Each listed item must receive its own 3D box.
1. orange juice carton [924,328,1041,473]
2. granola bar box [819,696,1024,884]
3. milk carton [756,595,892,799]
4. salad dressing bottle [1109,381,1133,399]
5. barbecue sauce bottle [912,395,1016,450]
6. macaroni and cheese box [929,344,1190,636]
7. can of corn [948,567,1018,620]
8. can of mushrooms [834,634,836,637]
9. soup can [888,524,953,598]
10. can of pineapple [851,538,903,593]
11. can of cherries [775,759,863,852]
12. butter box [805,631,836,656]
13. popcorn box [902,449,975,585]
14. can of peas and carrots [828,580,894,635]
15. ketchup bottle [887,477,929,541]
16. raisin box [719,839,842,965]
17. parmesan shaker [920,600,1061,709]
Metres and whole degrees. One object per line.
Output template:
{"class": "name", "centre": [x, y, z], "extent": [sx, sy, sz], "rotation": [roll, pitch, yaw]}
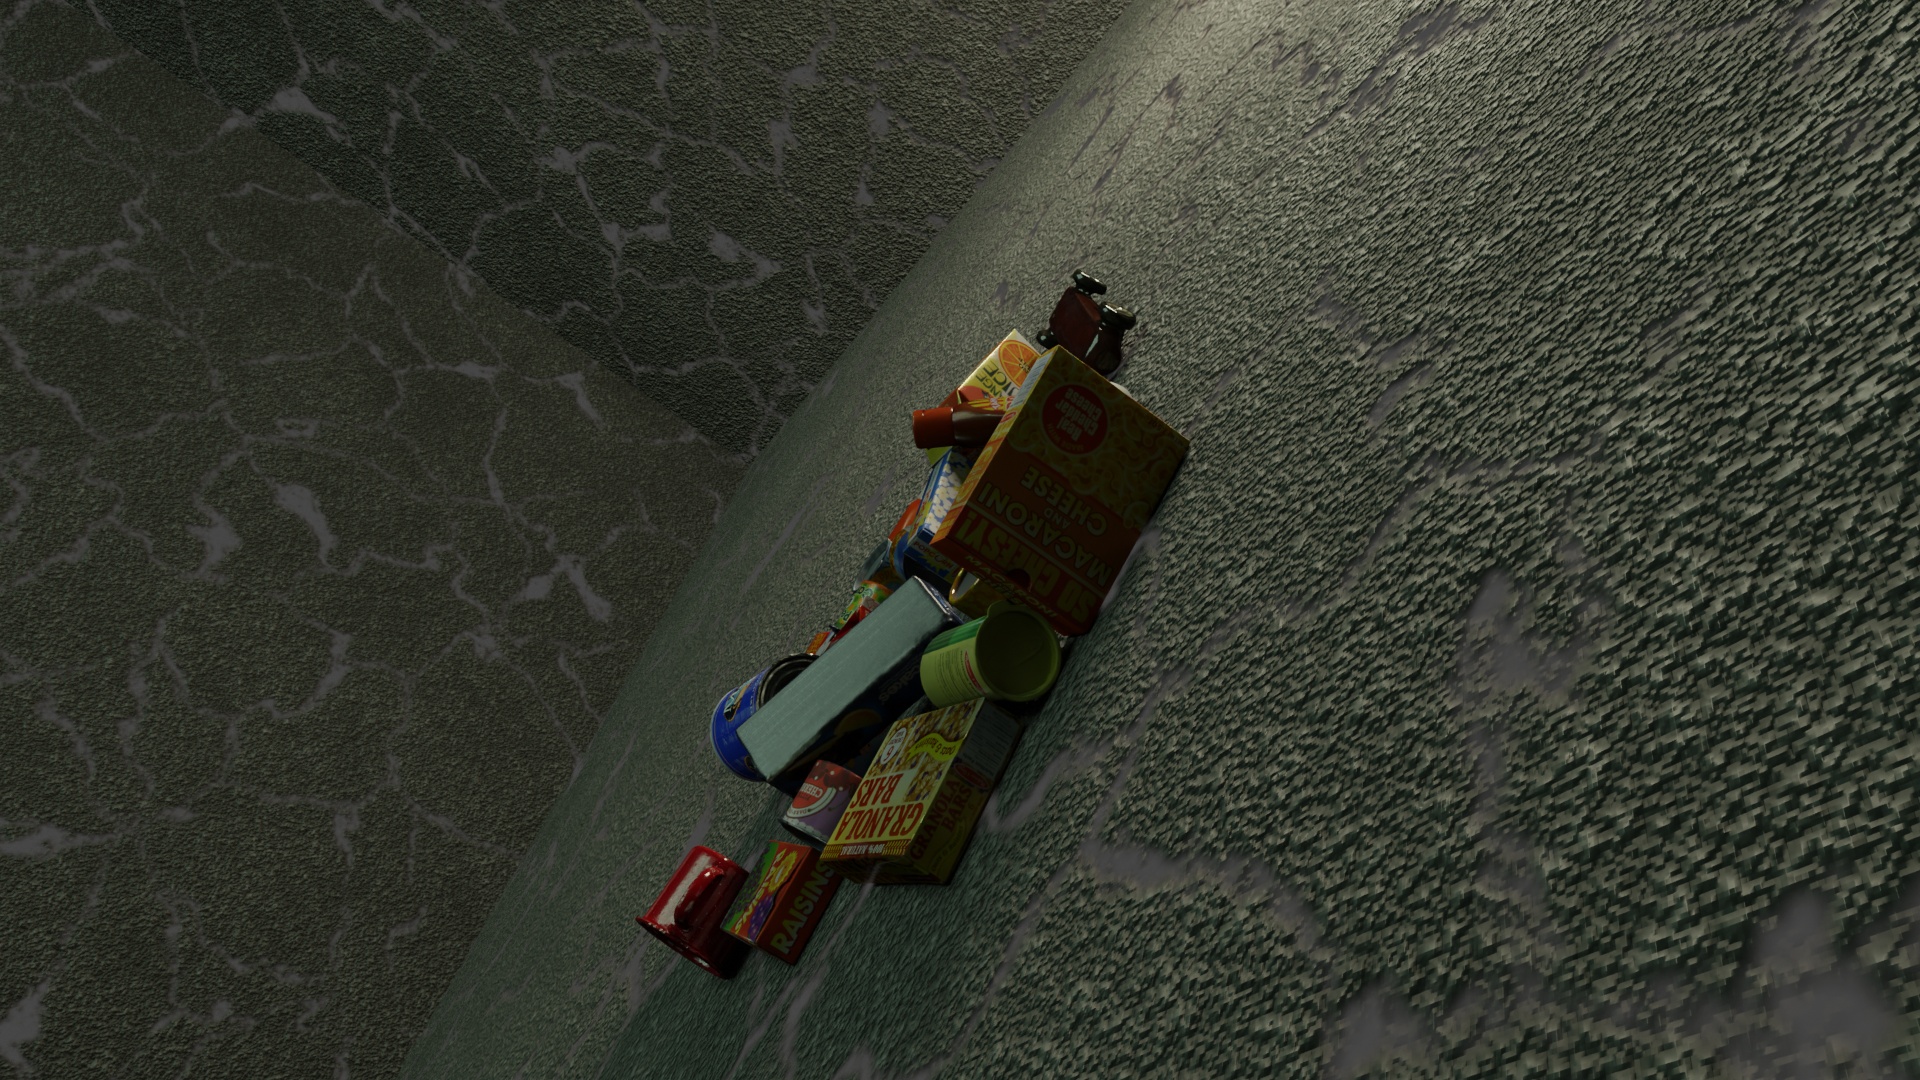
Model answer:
{"class": "orange juice carton", "centre": [0.023, -0.131, 1.406], "extent": [0.071, 0.073, 0.194], "rotation": [-41, 7, 40]}
{"class": "granola bar box", "centre": [-0.030, 0.182, 0.992], "extent": [0.125, 0.039, 0.165], "rotation": [-61, 15, -24]}
{"class": "milk carton", "centre": [-0.099, 0.144, 1.249], "extent": [0.073, 0.072, 0.191], "rotation": [-32, 26, 60]}
{"class": "salad dressing bottle", "centre": [0.103, -0.065, 1.125], "extent": [0.064, 0.044, 0.148], "rotation": [-37, 24, 48]}
{"class": "barbecue sauce bottle", "centre": [0.031, -0.110, 1.283], "extent": [0.148, 0.043, 0.065], "rotation": [-6, 22, 7]}
{"class": "macaroni and cheese box", "centre": [0.072, -0.035, 0.983], "extent": [0.167, 0.123, 0.040], "rotation": [-60, 13, -18]}
{"class": "can of corn", "centre": [0.032, 0.040, 1.082], "extent": [0.071, 0.058, 0.071], "rotation": [-51, 14, 18]}
{"class": "can of mushrooms", "centre": [-0.103, 0.092, 1.469], "extent": [0.071, 0.033, 0.071], "rotation": [-51, 14, 18]}
{"class": "soup can", "centre": [-0.030, 0.021, 1.327], "extent": [0.071, 0.071, 0.084], "rotation": [-56, 13, -4]}
{"class": "can of pineapple", "centre": [-0.069, 0.042, 1.423], "extent": [0.070, 0.058, 0.071], "rotation": [-51, 14, 18]}
{"class": "can of cherries", "centre": [-0.101, 0.213, 1.094], "extent": [0.058, 0.071, 0.071], "rotation": [-60, 14, -20]}
{"class": "butter box", "centre": [-0.153, 0.130, 1.570], "extent": [0.053, 0.024, 0.103], "rotation": [-60, 14, -16]}
{"class": "popcorn box", "centre": [0.004, -0.016, 1.249], "extent": [0.038, 0.085, 0.127], "rotation": [-47, 16, 36]}
{"class": "can of peas and carrots", "centre": [-0.085, 0.079, 1.359], "extent": [0.059, 0.071, 0.071], "rotation": [-58, 14, -16]}
{"class": "ketchup bottle", "centre": [-0.052, -0.005, 1.505], "extent": [0.149, 0.043, 0.064], "rotation": [-58, 4, -14]}
{"class": "raisin box", "centre": [-0.146, 0.291, 1.129], "extent": [0.086, 0.040, 0.123], "rotation": [-59, 15, -20]}
{"class": "parmesan shaker", "centre": [0.019, 0.085, 0.992], "extent": [0.071, 0.071, 0.103], "rotation": [-61, 14, -23]}
